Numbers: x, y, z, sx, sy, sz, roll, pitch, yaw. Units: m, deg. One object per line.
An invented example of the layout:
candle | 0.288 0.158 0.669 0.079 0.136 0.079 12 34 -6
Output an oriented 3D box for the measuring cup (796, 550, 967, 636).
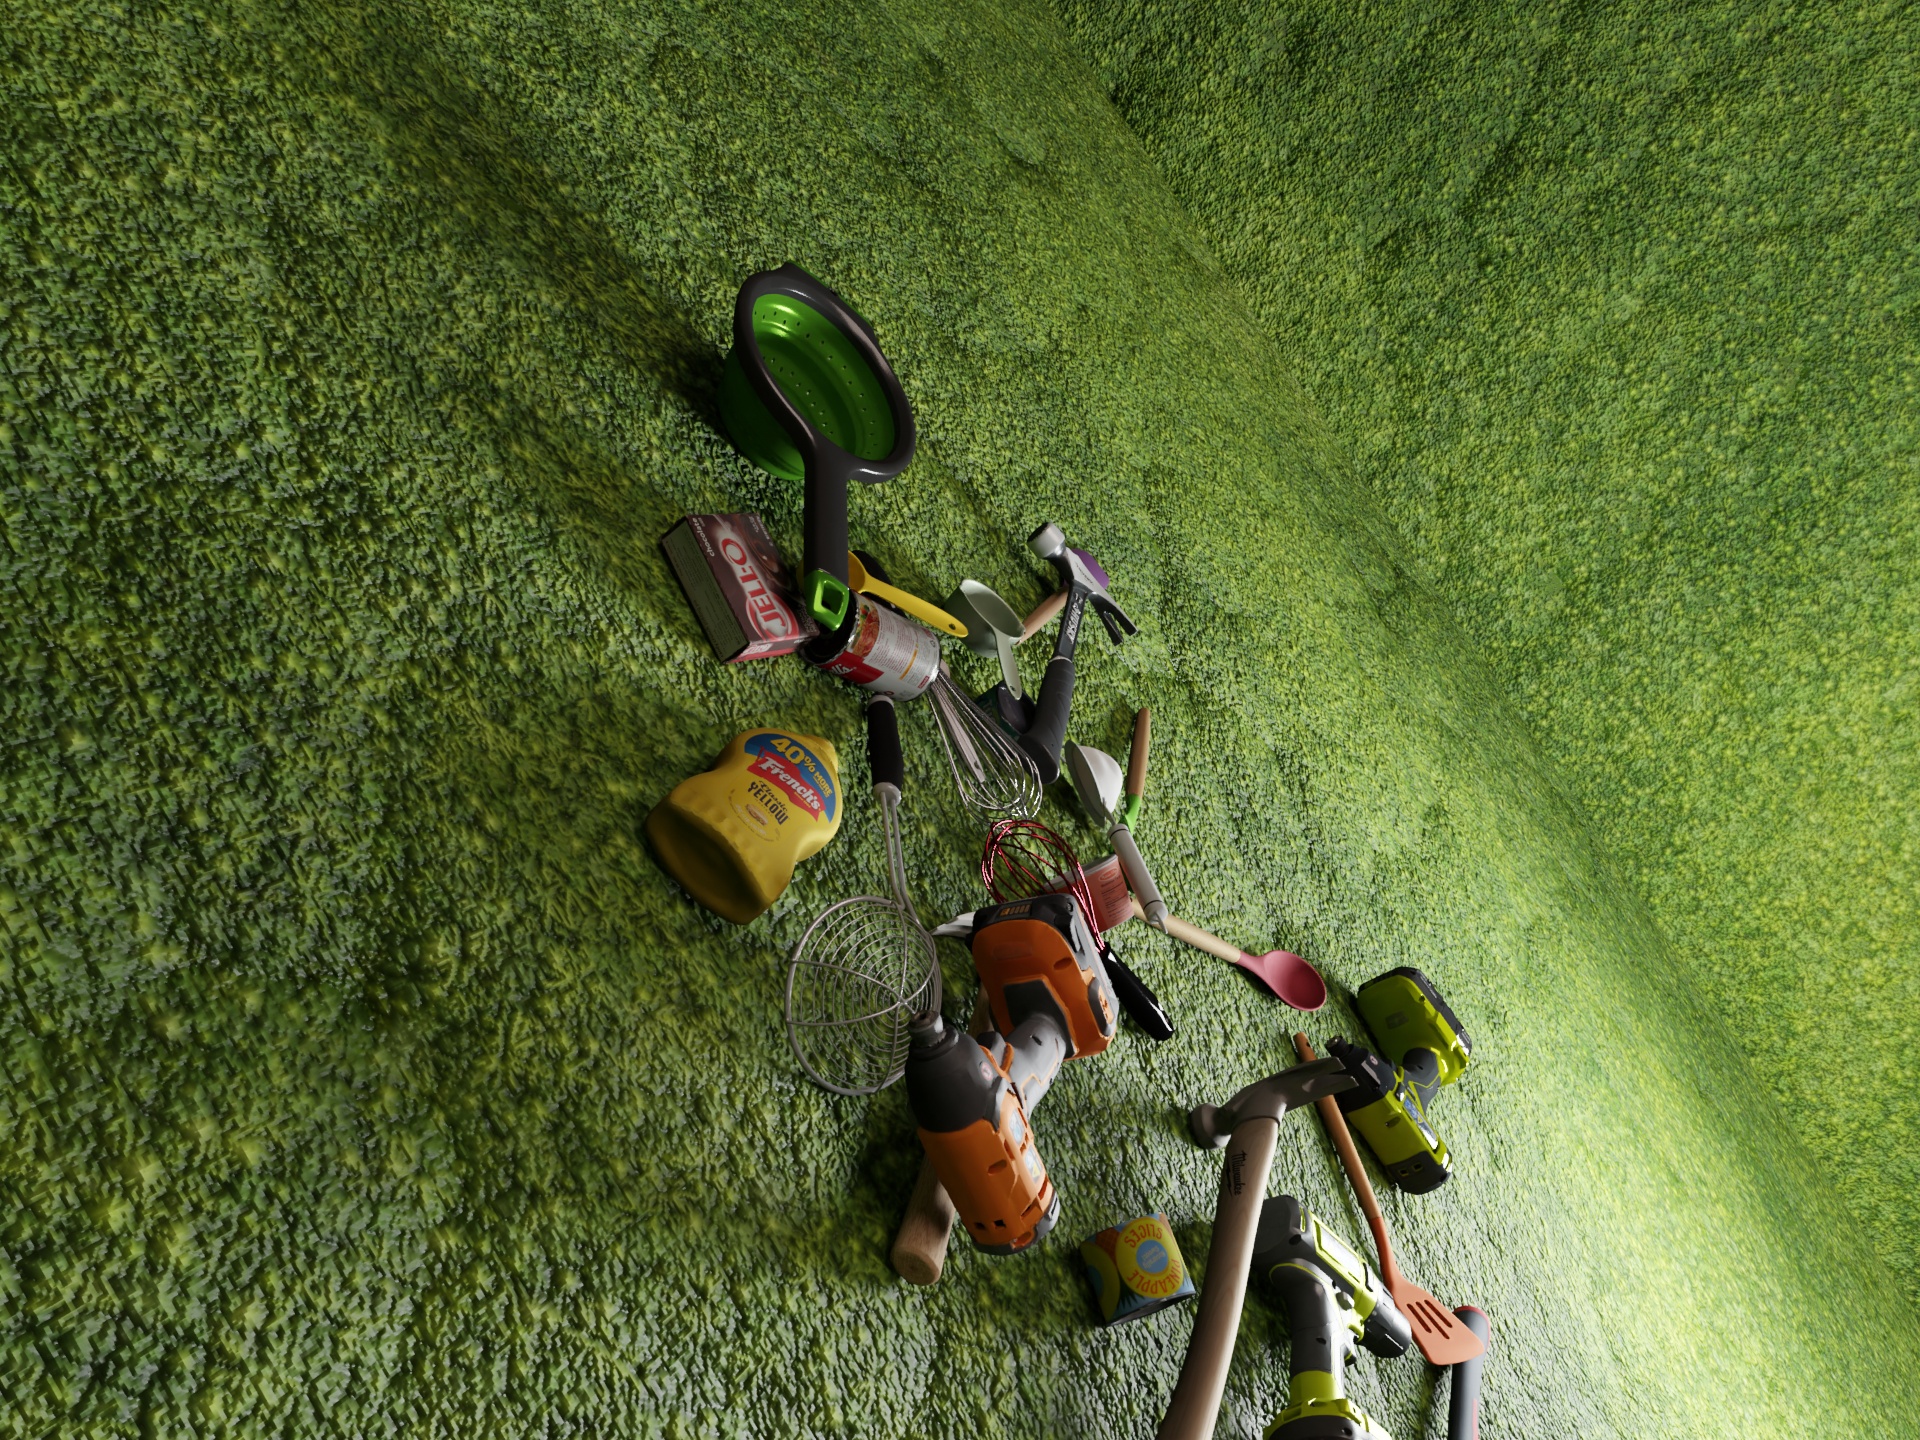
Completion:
measuring cup | -0.066 -0.098 1.328 0.156 0.029 0.062 25 43 -20

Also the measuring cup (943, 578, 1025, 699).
measuring cup | 0.025 -0.063 1.437 0.083 0.038 0.168 30 29 -31

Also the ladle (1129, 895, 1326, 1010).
ladle | 0.247 0.217 1.518 0.315 0.031 0.069 28 36 -38

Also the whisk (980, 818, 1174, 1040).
whisk | 0.101 0.175 1.278 0.295 0.073 0.073 51 26 -35

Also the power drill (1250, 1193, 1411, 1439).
power drill | 0.299 0.508 1.238 0.190 0.080 0.229 44 28 -22

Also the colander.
colander | -0.136 -0.212 1.314 0.204 0.094 0.398 32 39 -36

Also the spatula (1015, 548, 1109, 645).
spatula | 0.103 -0.129 1.670 0.060 0.018 0.316 51 27 -3

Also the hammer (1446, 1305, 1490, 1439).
hammer | 0.409 0.606 1.316 0.143 0.038 0.386 67 24 -11

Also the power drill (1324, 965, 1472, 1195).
power drill | 0.447 0.354 1.631 0.171 0.080 0.223 54 31 -3

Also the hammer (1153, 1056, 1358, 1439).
hammer | 0.197 0.402 1.147 0.038 0.146 0.411 50 33 -12

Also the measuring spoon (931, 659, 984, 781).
measuring spoon | -0.002 -0.004 1.376 0.034 0.018 0.124 1 60 -57

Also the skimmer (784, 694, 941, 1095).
skimmer | -0.073 0.105 1.142 0.127 0.090 0.364 46 19 -30

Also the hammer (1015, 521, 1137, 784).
hammer | 0.100 -0.055 1.509 0.149 0.036 0.409 46 26 -16

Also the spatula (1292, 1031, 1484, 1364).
spatula | 0.381 0.436 1.476 0.081 0.041 0.323 7 52 -37

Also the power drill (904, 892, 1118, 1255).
power drill | 0.029 0.208 1.036 0.164 0.084 0.227 67 26 -21

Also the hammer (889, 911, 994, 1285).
hammer | 0.005 0.250 1.105 0.130 0.031 0.331 48 29 -15

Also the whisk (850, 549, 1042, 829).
whisk | -0.020 -0.030 1.341 0.285 0.070 0.070 58 28 14

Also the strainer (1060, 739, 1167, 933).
strainer | 0.139 0.095 1.398 0.259 0.050 0.086 -111 -174 -49

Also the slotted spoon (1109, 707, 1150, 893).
slotted spoon | 0.170 0.067 1.553 0.314 0.031 0.070 -72 156 -60
